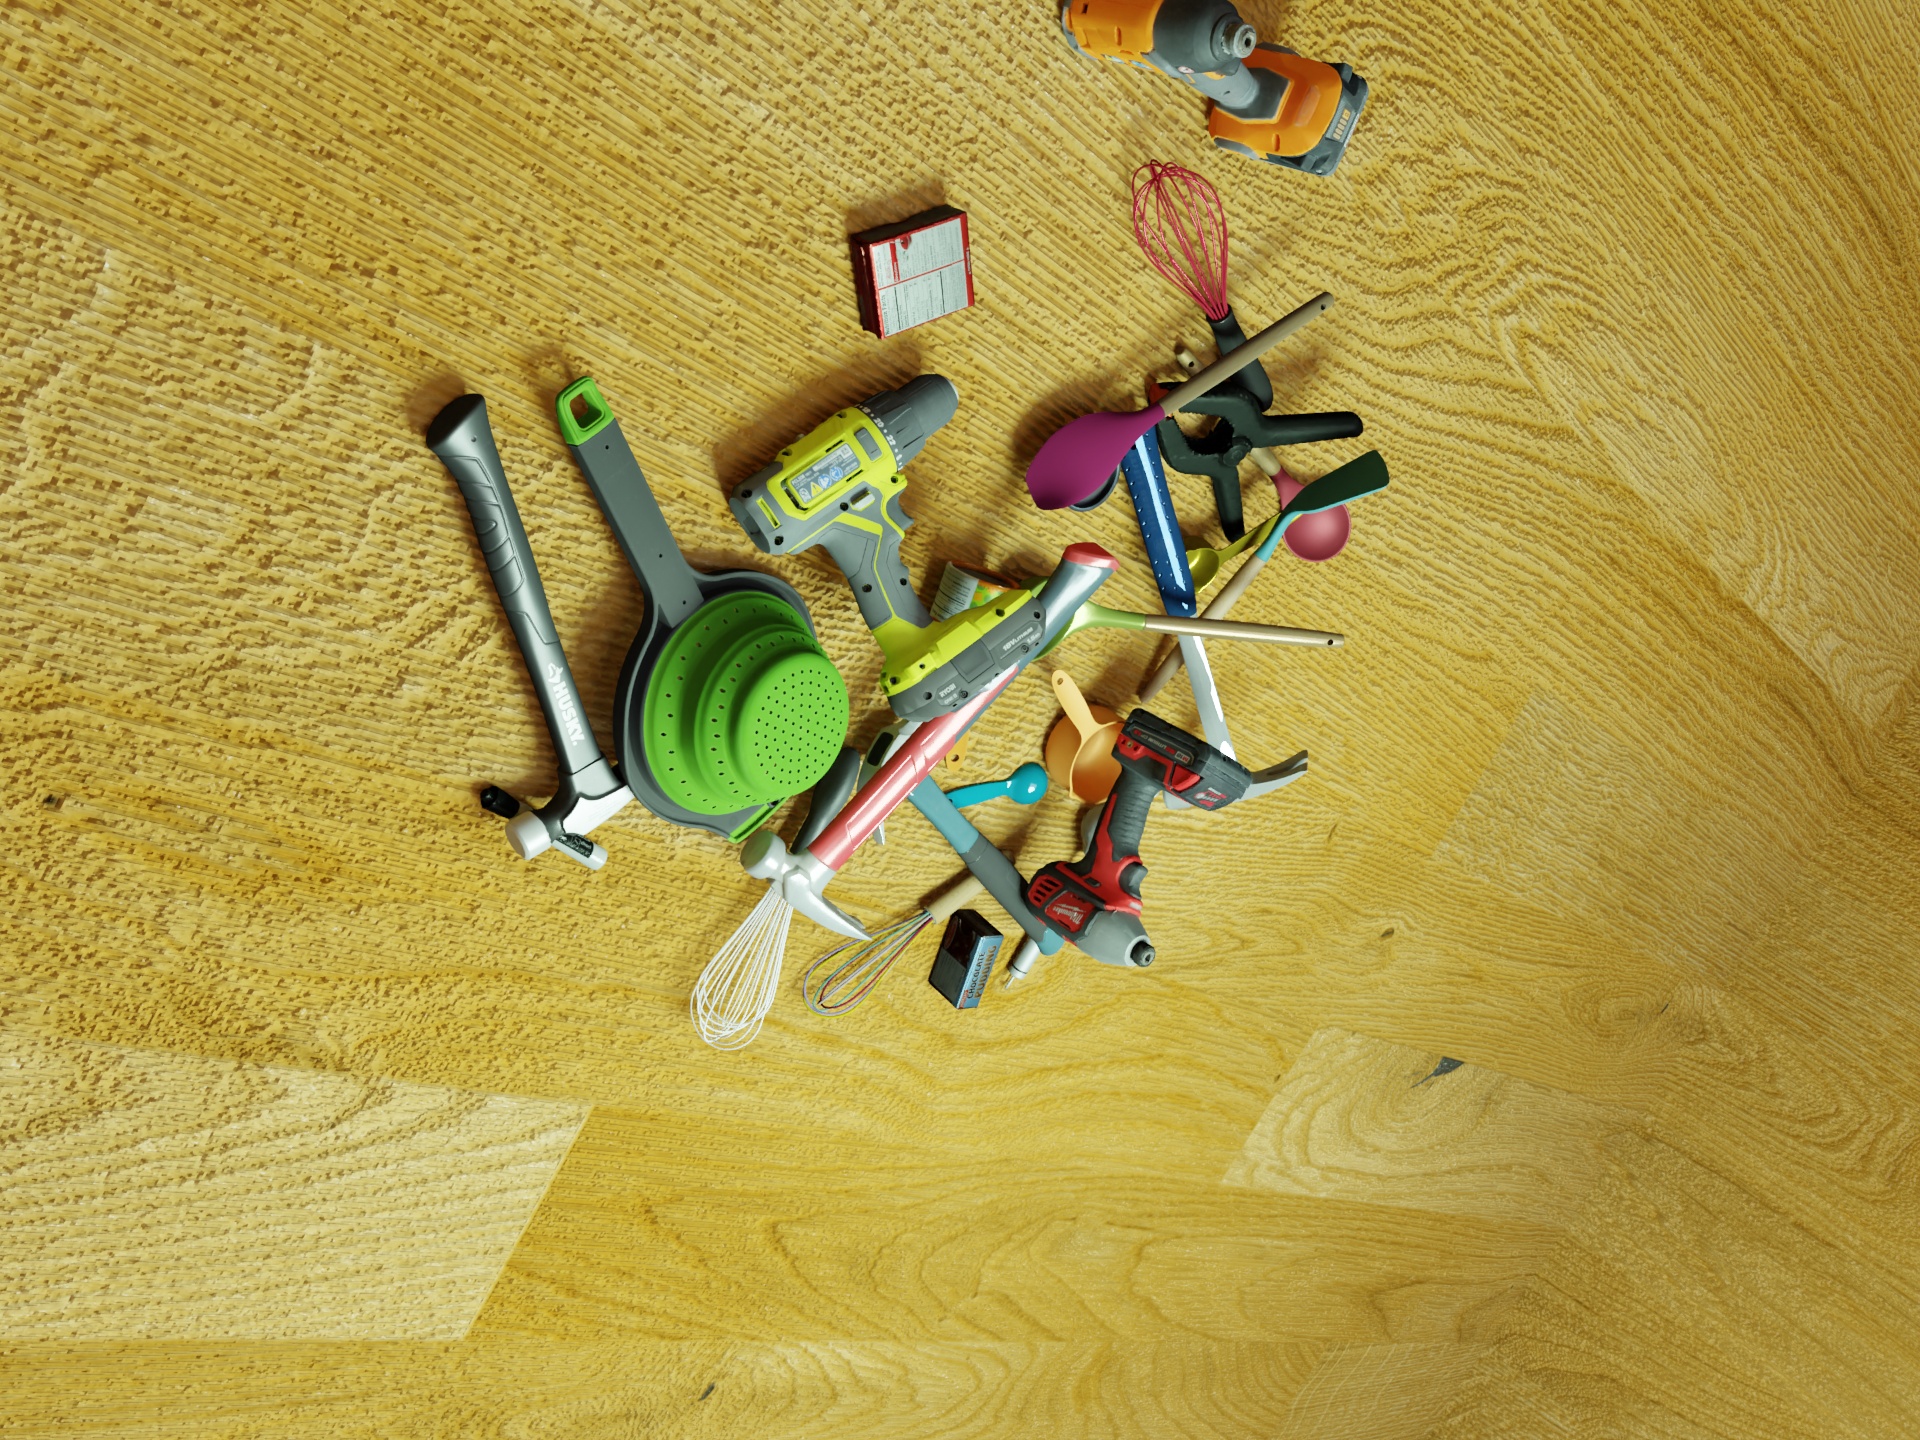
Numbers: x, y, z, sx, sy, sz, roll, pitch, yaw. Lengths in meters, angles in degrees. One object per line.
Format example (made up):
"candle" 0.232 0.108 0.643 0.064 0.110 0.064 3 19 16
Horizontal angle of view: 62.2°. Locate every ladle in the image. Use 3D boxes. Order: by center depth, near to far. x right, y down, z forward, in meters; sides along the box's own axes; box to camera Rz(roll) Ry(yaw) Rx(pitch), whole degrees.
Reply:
"ladle" 0.188 -0.079 1.394 0.320 0.062 0.078 5 117 -10
"ladle" 0.278 -0.246 1.473 0.069 0.031 0.315 -43 134 9

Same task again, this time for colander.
"colander" -0.175 -0.066 1.143 0.204 0.095 0.396 -46 134 -29

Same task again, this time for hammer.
"hammer" -0.294 -0.068 1.112 0.146 0.035 0.334 -33 130 -30
"hammer" -0.003 0.013 1.306 0.386 0.038 0.143 -47 126 3
"hammer" 0.014 0.116 1.447 0.128 0.033 0.330 -53 132 -15
"hammer" 0.212 -0.090 1.452 0.144 0.035 0.405 -10 122 18

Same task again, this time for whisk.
"whisk" 0.211 -0.354 1.334 0.073 0.073 0.295 -48 140 -5
"whisk" -0.154 0.150 1.353 0.070 0.070 0.284 22 96 -44
"whisk" -0.043 0.197 1.475 0.245 0.047 0.051 -35 131 -22

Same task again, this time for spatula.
"spatula" 0.270 -0.126 1.467 0.044 0.082 0.317 30 119 -14

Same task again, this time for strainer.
"strainer" 0.109 0.163 1.577 0.258 0.050 0.087 -59 178 13

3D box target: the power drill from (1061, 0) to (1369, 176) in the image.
"power drill" 0.202 -0.480 1.176 0.226 0.164 0.084 9 109 -43

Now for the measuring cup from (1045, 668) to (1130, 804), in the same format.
"measuring cup" 0.106 0.003 1.470 0.095 0.052 0.173 -42 132 -11

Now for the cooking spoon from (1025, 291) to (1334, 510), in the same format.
"cooking spoon" 0.187 -0.274 1.330 0.319 0.017 0.068 -35 126 -11

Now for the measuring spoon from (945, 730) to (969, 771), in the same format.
"measuring spoon" -0.002 -0.005 1.409 0.021 0.011 0.116 -7 124 -19

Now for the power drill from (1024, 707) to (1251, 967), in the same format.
"power drill" 0.161 0.113 1.440 0.078 0.143 0.219 29 92 -45

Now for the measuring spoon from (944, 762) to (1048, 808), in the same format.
"measuring spoon" 0.032 0.070 1.470 0.128 0.021 0.042 -11 122 -35

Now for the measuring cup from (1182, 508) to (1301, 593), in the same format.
"measuring cup" 0.252 -0.170 1.472 0.156 0.029 0.062 -30 142 -3

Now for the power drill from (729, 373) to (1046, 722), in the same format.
"power drill" -0.037 -0.133 1.200 0.190 0.080 0.228 -37 100 -15
